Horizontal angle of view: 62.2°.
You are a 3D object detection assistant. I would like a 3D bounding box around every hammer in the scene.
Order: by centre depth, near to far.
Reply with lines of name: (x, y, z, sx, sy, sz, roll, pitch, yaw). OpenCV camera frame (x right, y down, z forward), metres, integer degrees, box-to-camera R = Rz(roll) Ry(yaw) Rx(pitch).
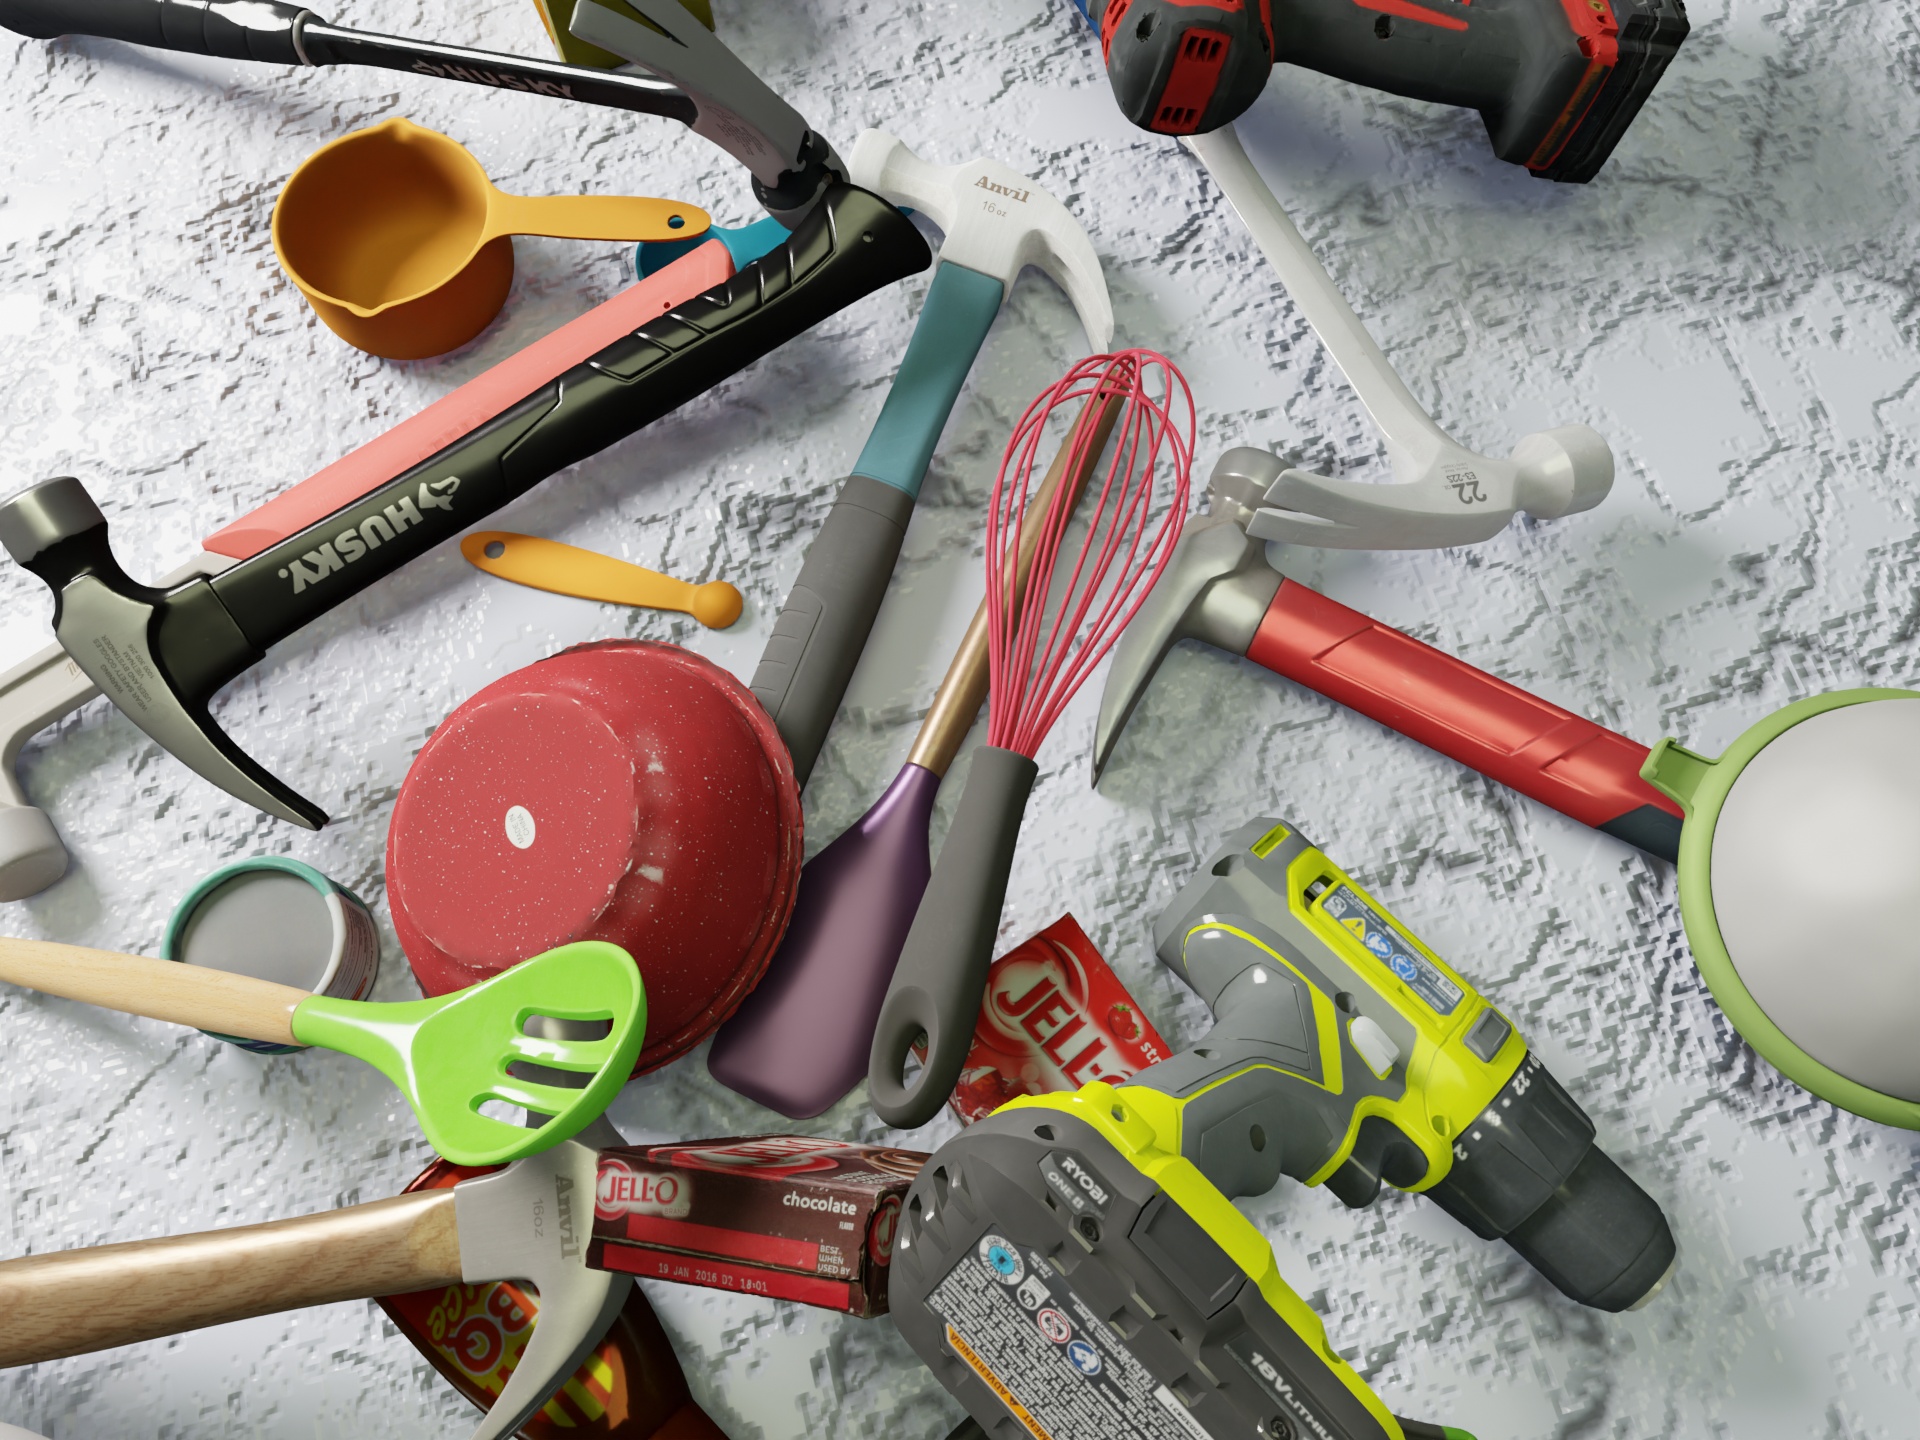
hammer: (-0.258, 0.181, 0.497, 0.331, 0.031, 0.130, -12, 76, 8)
hammer: (0.238, 0.041, 0.567, 0.386, 0.038, 0.143, 27, 74, 10)
hammer: (-0.154, -0.096, 0.579, 0.335, 0.035, 0.146, -33, 101, -11)
hammer: (-0.243, -0.087, 0.613, 0.359, 0.036, 0.149, -33, 73, -7)
hammer: (-0.037, -0.077, 0.614, 0.128, 0.033, 0.331, 20, 73, 4)
hammer: (-0.250, -0.271, 0.635, 0.409, 0.149, 0.036, 17, 88, 20)
hammer: (0.100, -0.234, 0.649, 0.144, 0.035, 0.406, -15, 64, -24)

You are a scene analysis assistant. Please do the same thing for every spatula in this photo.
spatula: (-0.001, -0.002, 0.597, 0.060, 0.018, 0.316, 24, 73, 5)

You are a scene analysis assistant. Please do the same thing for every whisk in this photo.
whisk: (0.022, -0.004, 0.552, 0.073, 0.073, 0.296, 16, 74, 7)

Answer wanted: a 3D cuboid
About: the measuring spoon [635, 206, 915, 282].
measuring spoon: (-0.076, -0.202, 0.675, 0.128, 0.021, 0.042, -22, 82, -17)

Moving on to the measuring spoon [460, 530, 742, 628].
measuring spoon: (-0.142, -0.058, 0.622, 0.117, 0.011, 0.021, 14, 71, 6)

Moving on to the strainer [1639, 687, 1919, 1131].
strainer: (0.323, 0.101, 0.488, 0.151, 0.069, 0.256, -9, 71, 0)

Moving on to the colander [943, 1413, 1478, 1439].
colander: (-0.009, 0.298, 0.418, 0.397, 0.094, 0.205, -11, 78, -10)

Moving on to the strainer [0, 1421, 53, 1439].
strainer: (-0.244, 0.252, 0.449, 0.340, 0.095, 0.211, -16, 107, -4)

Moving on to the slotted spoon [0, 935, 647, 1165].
slotted spoon: (-0.218, 0.089, 0.497, 0.314, 0.031, 0.070, 2, 51, 30)

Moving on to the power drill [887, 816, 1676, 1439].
power drill: (0.106, 0.139, 0.464, 0.191, 0.080, 0.228, 44, 38, 15)

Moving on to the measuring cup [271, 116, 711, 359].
measuring cup: (-0.186, -0.191, 0.652, 0.173, 0.052, 0.095, 0, 70, -1)

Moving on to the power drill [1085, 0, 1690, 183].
power drill: (0.157, -0.309, 0.647, 0.226, 0.080, 0.188, 2, 59, -11)
